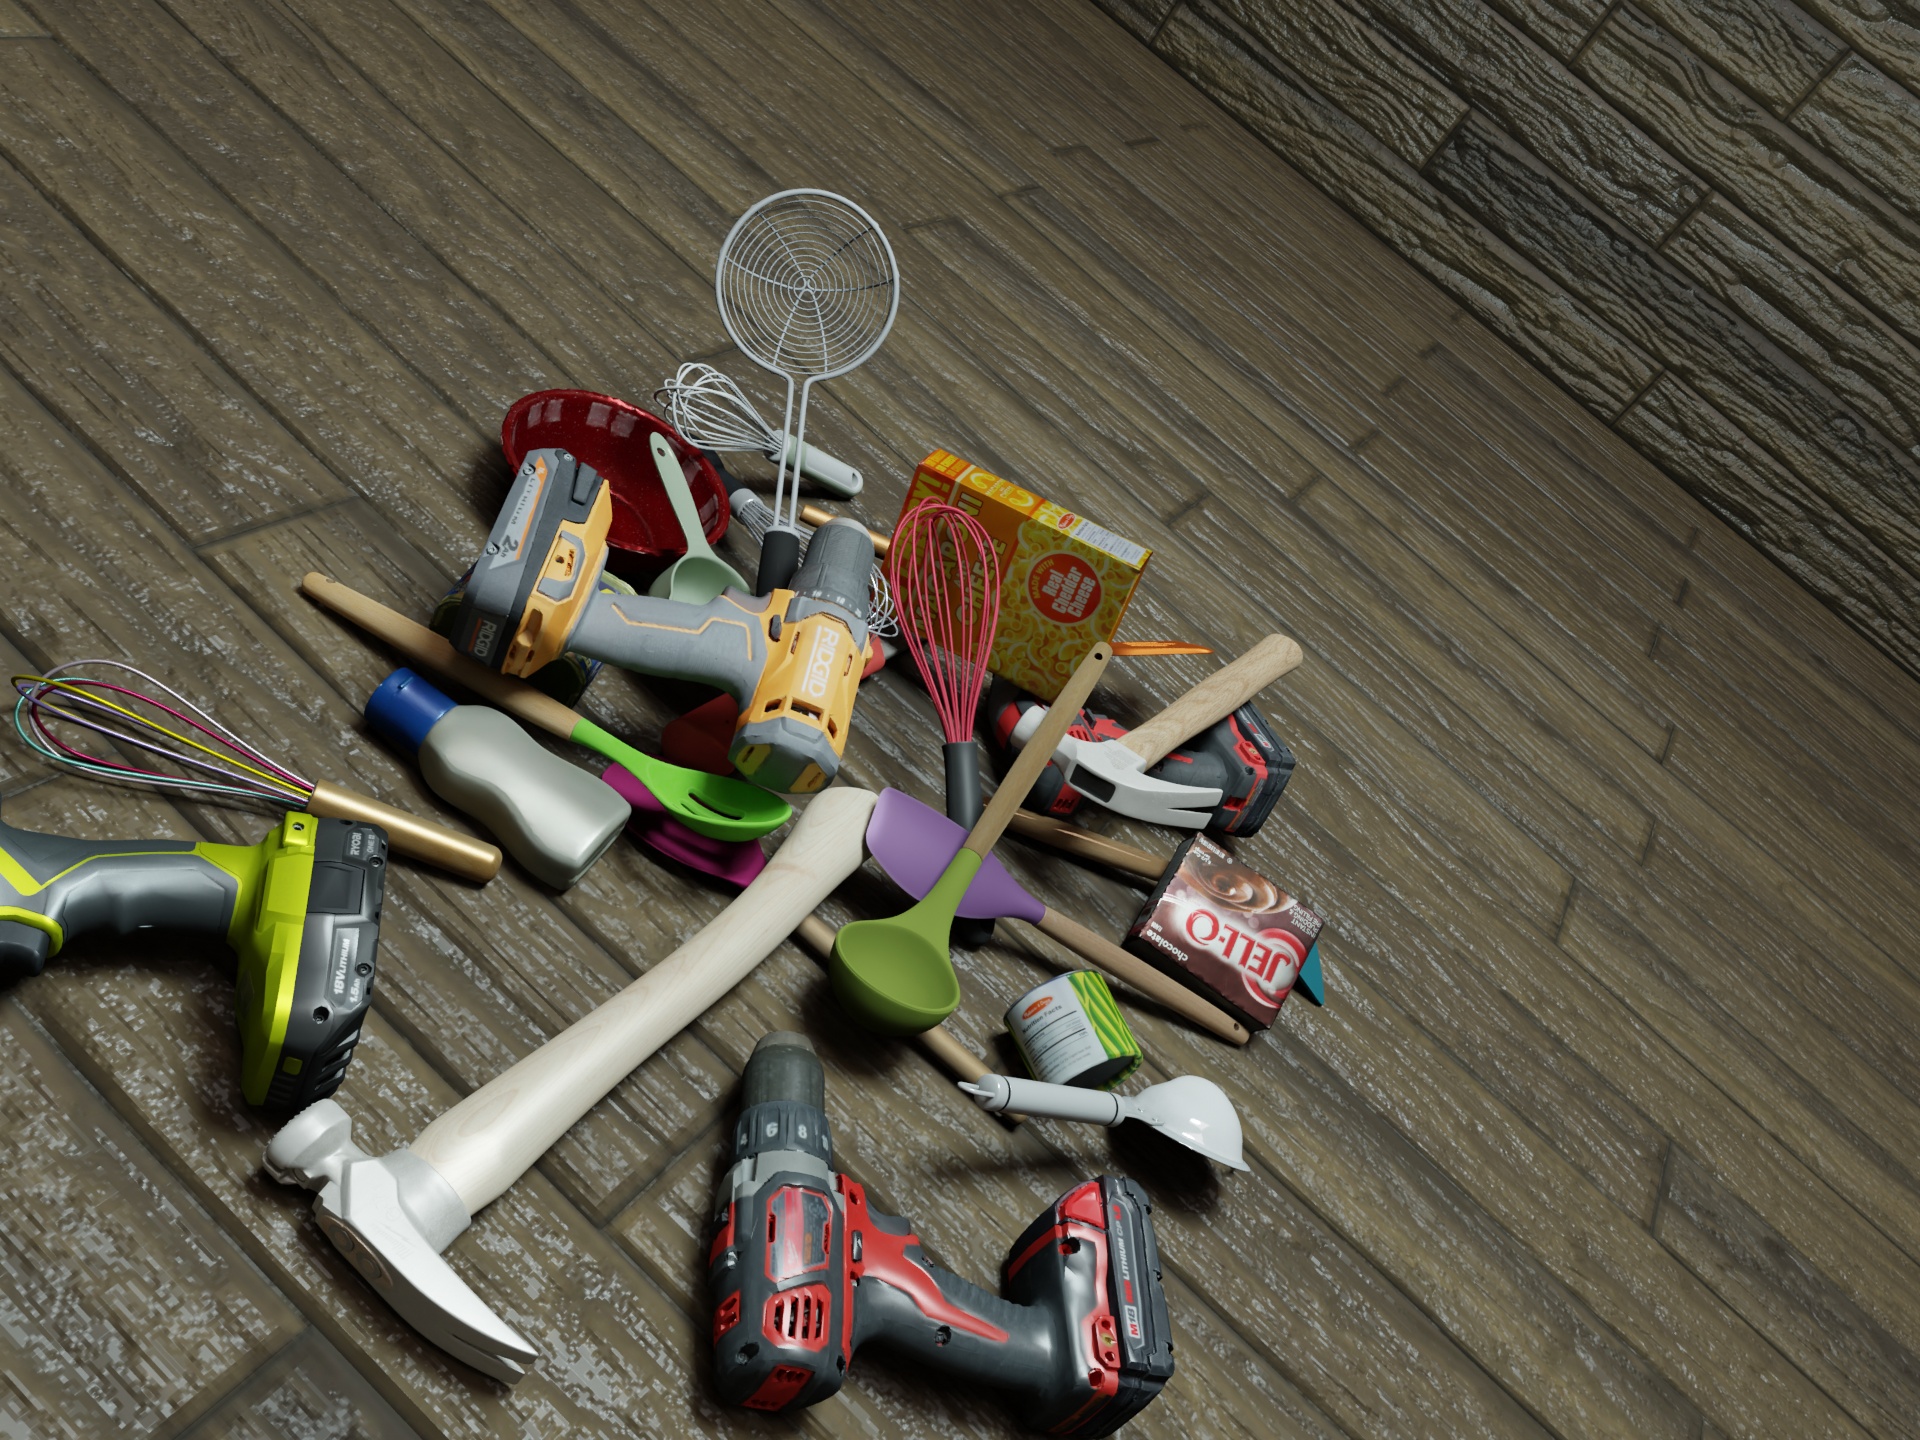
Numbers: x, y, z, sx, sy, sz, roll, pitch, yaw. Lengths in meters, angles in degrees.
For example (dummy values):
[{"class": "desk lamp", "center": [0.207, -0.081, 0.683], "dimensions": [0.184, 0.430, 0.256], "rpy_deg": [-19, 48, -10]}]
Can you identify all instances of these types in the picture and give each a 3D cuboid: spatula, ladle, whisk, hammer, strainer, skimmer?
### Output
[{"class": "spatula", "center": [0.068, 0.137, 1.010], "dimensions": [0.315, 0.018, 0.060], "rpy_deg": [32, 56, -24]}, {"class": "ladle", "center": [0.022, 0.057, 0.957], "dimensions": [0.078, 0.062, 0.320], "rpy_deg": [32, 57, 4]}, {"class": "spatula", "center": [0.133, 0.113, 1.130], "dimensions": [0.317, 0.044, 0.082], "rpy_deg": [21, 39, -14]}, {"class": "whisk", "center": [-0.348, 0.031, 0.798], "dimensions": [0.244, 0.047, 0.051], "rpy_deg": [25, 36, -22]}, {"class": "hammer", "center": [0.172, -0.006, 1.143], "dimensions": [0.130, 0.031, 0.331], "rpy_deg": [34, 33, 20]}, {"class": "hammer", "center": [-0.144, 0.149, 0.823], "dimensions": [0.146, 0.038, 0.411], "rpy_deg": [42, 39, 7]}, {"class": "whisk", "center": [-0.140, -0.206, 1.177], "dimensions": [0.246, 0.059, 0.058], "rpy_deg": [17, 75, -62]}, {"class": "whisk", "center": [-0.002, -0.003, 1.027], "dimensions": [0.073, 0.073, 0.296], "rpy_deg": [3, 77, -38]}, {"class": "hammer", "center": [-0.086, -0.049, 1.112], "dimensions": [0.149, 0.036, 0.359], "rpy_deg": [44, 36, 10]}, {"class": "strainer", "center": [0.091, 0.221, 0.906], "dimensions": [0.258, 0.050, 0.087], "rpy_deg": [20, 3, -42]}, {"class": "spatula", "center": [0.033, -0.099, 1.193], "dimensions": [0.322, 0.041, 0.081], "rpy_deg": [23, 4, -9]}, {"class": "whisk", "center": [-0.135, -0.134, 1.113], "dimensions": [0.070, 0.070, 0.285], "rpy_deg": [-4, 36, -43]}, {"class": "skimmer", "center": [-0.110, -0.187, 1.040], "dimensions": [0.127, 0.090, 0.364], "rpy_deg": [6, 60, -8]}]

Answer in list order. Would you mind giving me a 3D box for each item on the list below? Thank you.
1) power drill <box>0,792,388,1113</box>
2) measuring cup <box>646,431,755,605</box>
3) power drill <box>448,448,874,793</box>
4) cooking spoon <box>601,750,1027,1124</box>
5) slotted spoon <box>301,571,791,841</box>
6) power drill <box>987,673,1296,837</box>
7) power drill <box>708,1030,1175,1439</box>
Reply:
[{"class": "power drill", "center": [-0.372, 0.095, 0.681], "dimensions": [0.223, 0.080, 0.171], "rpy_deg": [12, 42, -25]}, {"class": "measuring cup", "center": [-0.180, -0.105, 1.017], "dimensions": [0.083, 0.038, 0.168], "rpy_deg": [1, 64, -54]}, {"class": "power drill", "center": [-0.157, -0.075, 0.924], "dimensions": [0.226, 0.084, 0.185], "rpy_deg": [22, 54, -15]}, {"class": "cooking spoon", "center": [-0.084, 0.128, 0.932], "dimensions": [0.319, 0.017, 0.069], "rpy_deg": [40, 39, 5]}, {"class": "slotted spoon", "center": [-0.240, -0.007, 0.909], "dimensions": [0.314, 0.031, 0.070], "rpy_deg": [28, 19, 4]}, {"class": "power drill", "center": [0.124, 0.015, 1.180], "dimensions": [0.219, 0.078, 0.143], "rpy_deg": [8, 33, -28]}, {"class": "power drill", "center": [-0.016, 0.258, 0.800], "dimensions": [0.226, 0.080, 0.188], "rpy_deg": [18, 39, -20]}]
